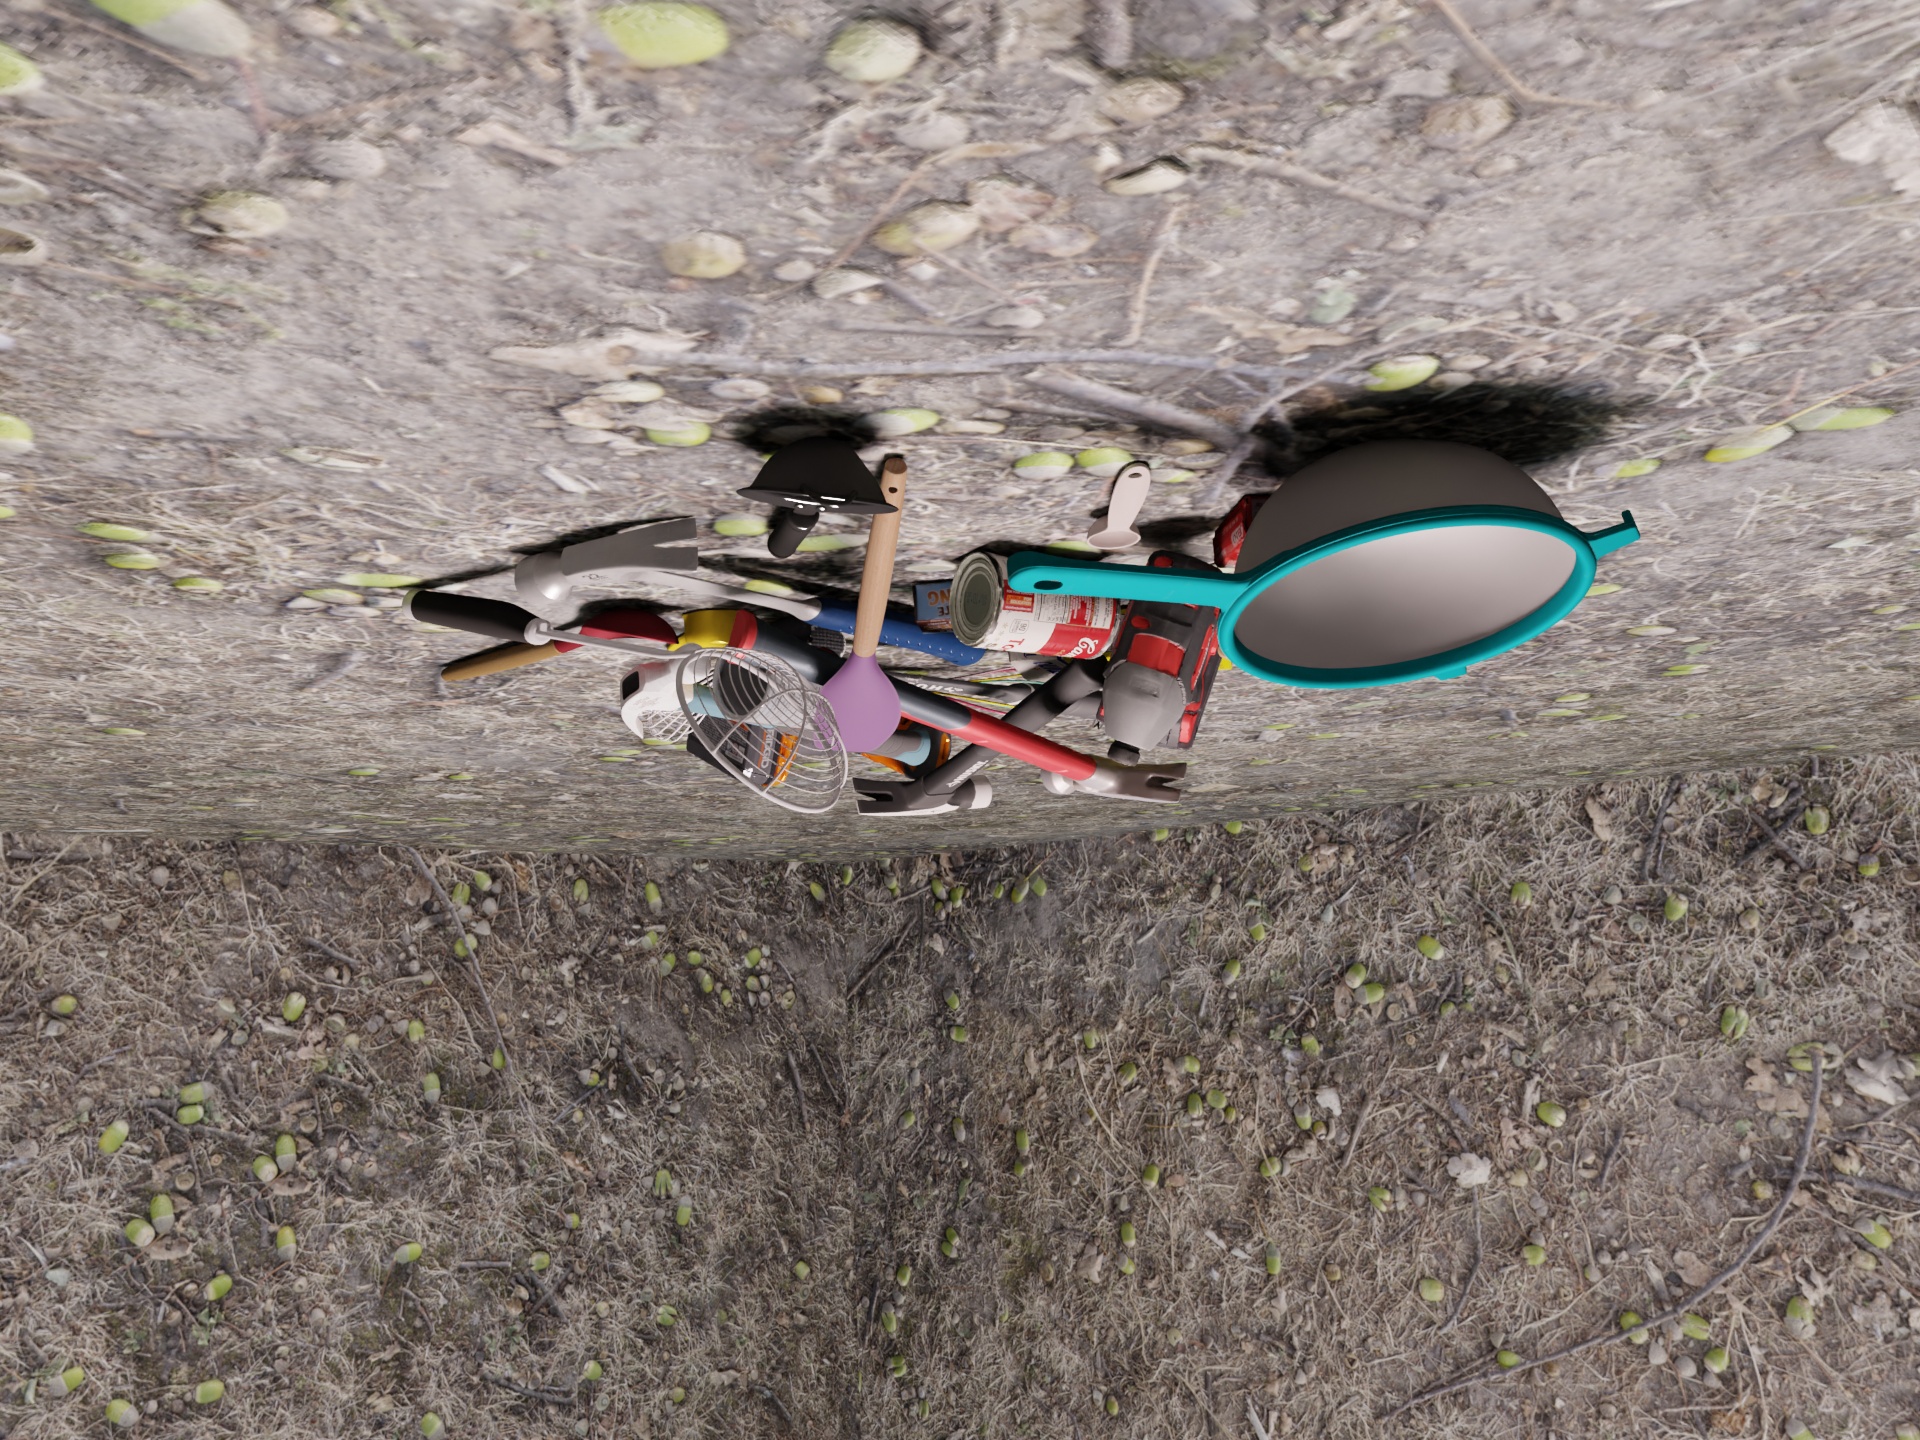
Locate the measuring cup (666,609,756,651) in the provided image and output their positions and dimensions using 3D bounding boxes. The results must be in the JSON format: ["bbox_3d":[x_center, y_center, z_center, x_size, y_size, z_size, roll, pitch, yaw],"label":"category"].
[{"bbox_3d":[-0.211,-0.059,1.291,0.062,0.029,0.156,2,168,-27],"label":"measuring cup"}]

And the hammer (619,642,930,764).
[{"bbox_3d":[-0.145,-0.001,1.348,0.128,0.033,0.330,-22,156,37],"label":"hammer"}]

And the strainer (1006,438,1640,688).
[{"bbox_3d":[0.187,-0.104,0.904,0.340,0.095,0.211,3,156,-15],"label":"strainer"}]

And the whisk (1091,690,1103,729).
[{"bbox_3d":[0.153,-0.034,1.507,0.055,0.055,0.239,-2,167,-4],"label":"whisk"}]

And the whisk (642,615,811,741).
[{"bbox_3d":[-0.205,-0.042,1.349,0.070,0.070,0.284,4,163,-36],"label":"whisk"}]

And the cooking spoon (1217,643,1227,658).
[{"bbox_3d":[0.258,-0.067,1.222,0.069,0.017,0.319,-8,-177,29],"label":"cooking spoon"}]

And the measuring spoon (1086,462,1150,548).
[{"bbox_3d":[0.099,-0.135,0.972,0.034,0.018,0.124,-2,164,-3],"label":"measuring spoon"}]

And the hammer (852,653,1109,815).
[{"bbox_3d":[0.027,0.017,1.370,0.146,0.035,0.334,-3,160,-29],"label":"hammer"}]

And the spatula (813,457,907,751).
[{"bbox_3d":[-0.057,-0.060,1.015,0.059,0.018,0.315,3,148,-7],"label":"spatula"}]

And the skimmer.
[{"bbox_3d":[-0.236,-0.020,1.045,0.363,0.090,0.127,12,-173,27],"label":"skimmer"}]

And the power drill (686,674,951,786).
[{"bbox_3d":[-0.142,0.007,1.516,0.226,0.084,0.164,1,-165,-40],"label":"power drill"}]

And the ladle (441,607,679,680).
[{"bbox_3d":[-0.336,-0.057,1.289,0.315,0.031,0.069,-8,167,43],"label":"ladle"}]

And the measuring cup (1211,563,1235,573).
[{"bbox_3d":[0.222,-0.099,1.131,0.167,0.038,0.083,-8,169,39],"label":"measuring cup"}]

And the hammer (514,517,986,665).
[{"bbox_3d":[-0.113,-0.082,1.156,0.144,0.035,0.405,-9,169,37],"label":"hammer"}]

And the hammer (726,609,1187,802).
[{"bbox_3d":[-0.002,-0.004,1.174,0.386,0.038,0.143,21,169,-39],"label":"hammer"}]

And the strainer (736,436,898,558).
[{"bbox_3d":[-0.091,-0.122,0.911,0.087,0.050,0.258,6,175,-13],"label":"strainer"}]

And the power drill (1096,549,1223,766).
[{"bbox_3d":[0.141,-0.036,1.128,0.078,0.143,0.219,19,-179,9],"label":"power drill"}]

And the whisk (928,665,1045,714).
[{"bbox_3d":[-0.015,-0.031,1.500,0.245,0.047,0.051,3,158,-8],"label":"whisk"}]

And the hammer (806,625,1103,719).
[{"bbox_3d":[0.031,-0.023,1.414,0.408,0.036,0.149,7,162,-24],"label":"hammer"}]
